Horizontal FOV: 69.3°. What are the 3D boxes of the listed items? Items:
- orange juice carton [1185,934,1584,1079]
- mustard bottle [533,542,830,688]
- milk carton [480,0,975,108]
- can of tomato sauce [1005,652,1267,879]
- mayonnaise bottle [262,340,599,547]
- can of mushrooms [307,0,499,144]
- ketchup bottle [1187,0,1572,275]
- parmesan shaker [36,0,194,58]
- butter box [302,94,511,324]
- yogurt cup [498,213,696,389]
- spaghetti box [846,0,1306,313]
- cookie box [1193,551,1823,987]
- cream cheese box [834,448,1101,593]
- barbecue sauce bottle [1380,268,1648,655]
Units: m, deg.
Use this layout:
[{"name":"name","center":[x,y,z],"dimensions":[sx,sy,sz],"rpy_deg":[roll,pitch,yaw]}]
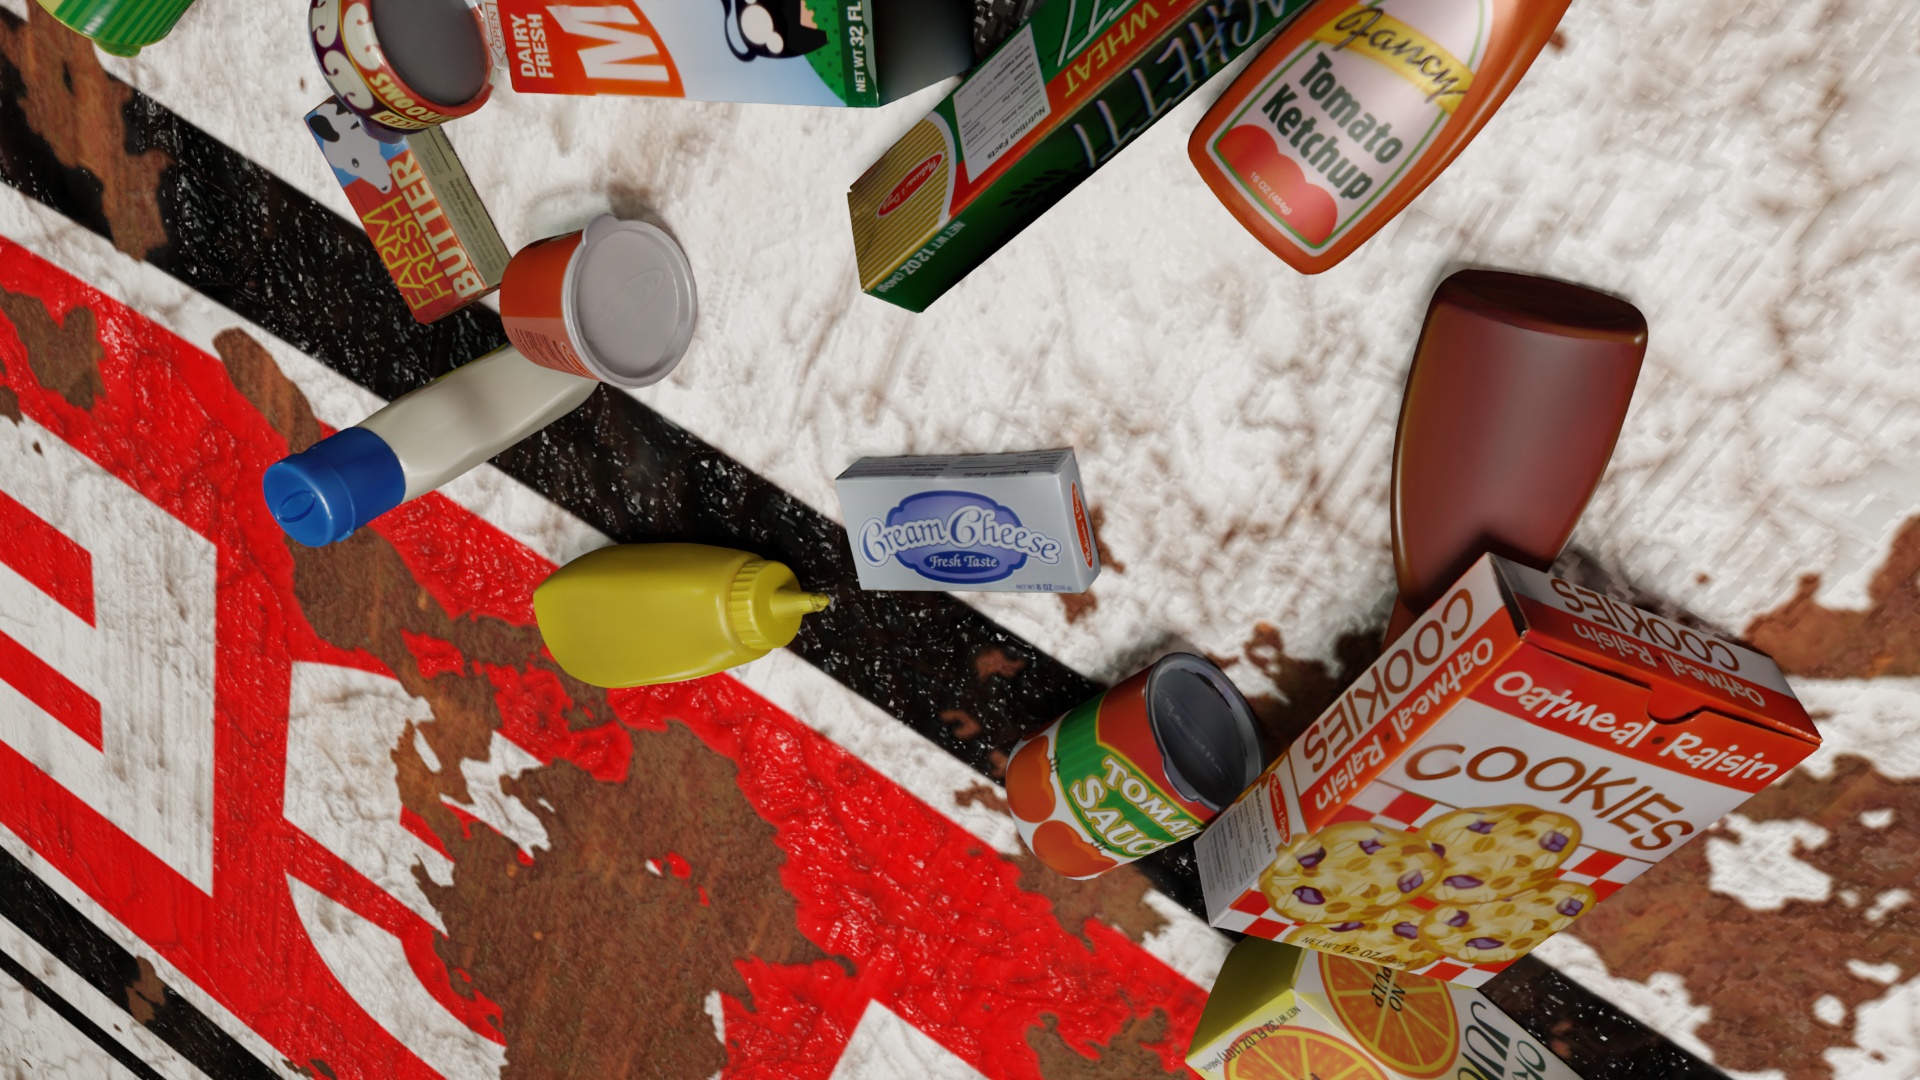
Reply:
[{"name":"orange juice carton","center":[0.194,0.233,0.559],"dimensions":[0.193,0.073,0.071],"rpy_deg":[40,128,3]},{"name":"mustard bottle","center":[-0.122,0.033,0.637],"dimensions":[0.160,0.049,0.065],"rpy_deg":[-4,114,30]},{"name":"milk carton","center":[-0.096,-0.195,0.479],"dimensions":[0.190,0.074,0.072],"rpy_deg":[11,121,24]},{"name":"can of tomato sauce","center":[0.068,0.092,0.551],"dimensions":[0.082,0.071,0.071],"rpy_deg":[-36,96,38]},{"name":"mayonnaise bottle","center":[-0.219,-0.046,0.582],"dimensions":[0.064,0.149,0.041],"rpy_deg":[-23,104,36]},{"name":"can of mushrooms","center":[-0.219,-0.195,0.550],"dimensions":[0.033,0.071,0.070],"rpy_deg":[-5,114,29]},{"name":"ketchup bottle","center":[0.136,-0.146,0.398],"dimensions":[0.065,0.044,0.148],"rpy_deg":[46,128,-1]},{"name":"parmesan shaker","center":[-0.339,-0.259,0.581],"dimensions":[0.103,0.072,0.071],"rpy_deg":[-21,105,35]},{"name":"butter box","center":[-0.243,-0.152,0.615],"dimensions":[0.053,0.024,0.103],"rpy_deg":[-15,109,33]},{"name":"yogurt cup","center":[-0.151,-0.097,0.572],"dimensions":[0.054,0.073,0.072],"rpy_deg":[7,120,35]},{"name":"spaghetti box","center":[0.053,-0.157,0.431],"dimensions":[0.249,0.029,0.050],"rpy_deg":[-33,55,37]},{"name":"cookie box","center":[0.178,0.088,0.472],"dimensions":[0.123,0.040,0.166],"rpy_deg":[18,130,-19]},{"name":"cream cheese box","center":[0.002,-0.007,0.562],"dimensions":[0.104,0.024,0.053],"rpy_deg":[-1,115,29]},{"name":"barbecue sauce bottle","center":[0.170,-0.010,0.455],"dimensions":[0.065,0.044,0.147],"rpy_deg":[17,124,20]}]
